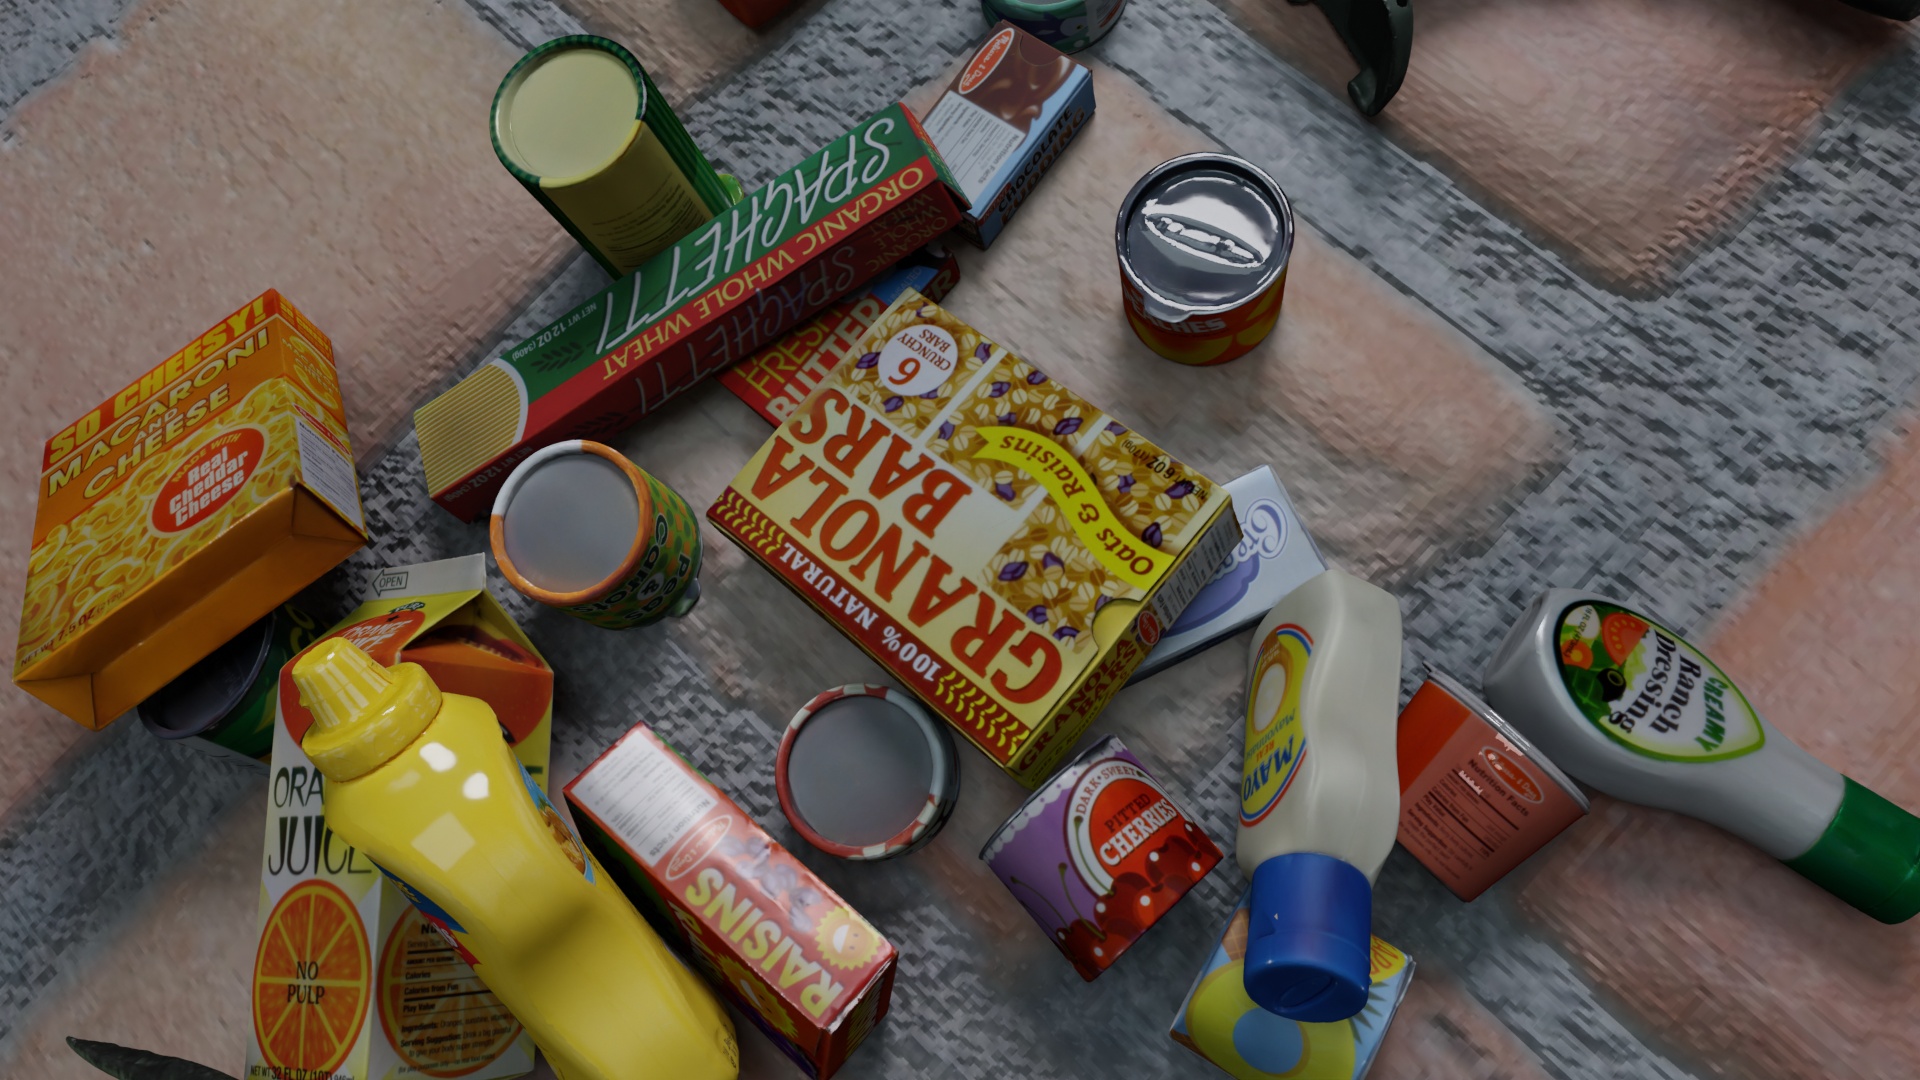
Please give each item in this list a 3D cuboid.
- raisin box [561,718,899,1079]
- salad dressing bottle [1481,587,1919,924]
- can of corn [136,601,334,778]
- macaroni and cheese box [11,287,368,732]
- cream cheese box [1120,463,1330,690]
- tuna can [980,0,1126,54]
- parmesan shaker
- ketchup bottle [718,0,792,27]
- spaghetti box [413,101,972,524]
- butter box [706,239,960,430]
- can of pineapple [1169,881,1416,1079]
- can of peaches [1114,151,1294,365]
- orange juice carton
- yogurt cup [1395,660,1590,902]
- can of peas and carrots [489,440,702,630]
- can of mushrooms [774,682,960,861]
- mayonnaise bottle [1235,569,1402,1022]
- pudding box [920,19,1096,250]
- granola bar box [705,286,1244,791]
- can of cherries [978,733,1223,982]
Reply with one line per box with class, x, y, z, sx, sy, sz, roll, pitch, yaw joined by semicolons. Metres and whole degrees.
raisin box;-0.081;0.130;0.494;0.123;0.085;0.040;37;61;16
salad dressing bottle;0.256;0.073;0.475;0.148;0.043;0.064;33;60;12
can of corn;-0.277;0.055;0.555;0.071;0.058;0.071;-11;59;19
macaroni and cheese box;-0.309;-0.020;0.560;0.124;0.040;0.167;-35;43;-1
cream cheese box;0.083;0.017;0.531;0.104;0.024;0.053;-25;74;2
tuna can;0.037;-0.249;0.603;0.071;0.032;0.071;-2;76;9
parmesan shaker;-0.137;-0.152;0.570;0.071;0.103;0.071;-2;75;9
ketchup bottle;-0.059;-0.301;0.627;0.149;0.043;0.065;-41;74;-3
spaghetti box;-0.114;-0.091;0.568;0.250;0.028;0.050;-30;59;9
butter box;-0.053;-0.092;0.582;0.053;0.024;0.103;38;84;17
can of pineapple;0.111;0.153;0.468;0.058;0.071;0.071;29;82;15
can of peaches;0.094;-0.106;0.543;0.071;0.058;0.071;-2;76;9
orange juice carton;-0.206;0.102;0.519;0.071;0.073;0.193;-10;74;32
yogurt cup;0.171;0.086;0.479;0.072;0.072;0.054;44;95;17
can of peas and carrots;-0.143;0.001;0.555;0.071;0.058;0.071;-2;76;9
can of mushrooms;-0.037;0.089;0.528;0.071;0.033;0.071;-2;76;8
mayonnaise bottle;0.116;0.081;0.456;0.041;0.064;0.149;25;46;-8
pudding box;0.014;-0.172;0.588;0.050;0.030;0.084;34;83;17
granola bar box;0.002;-0.007;0.523;0.166;0.039;0.124;37;82;28
can of cherries;0.050;0.110;0.488;0.071;0.071;0.058;-42;73;-2
